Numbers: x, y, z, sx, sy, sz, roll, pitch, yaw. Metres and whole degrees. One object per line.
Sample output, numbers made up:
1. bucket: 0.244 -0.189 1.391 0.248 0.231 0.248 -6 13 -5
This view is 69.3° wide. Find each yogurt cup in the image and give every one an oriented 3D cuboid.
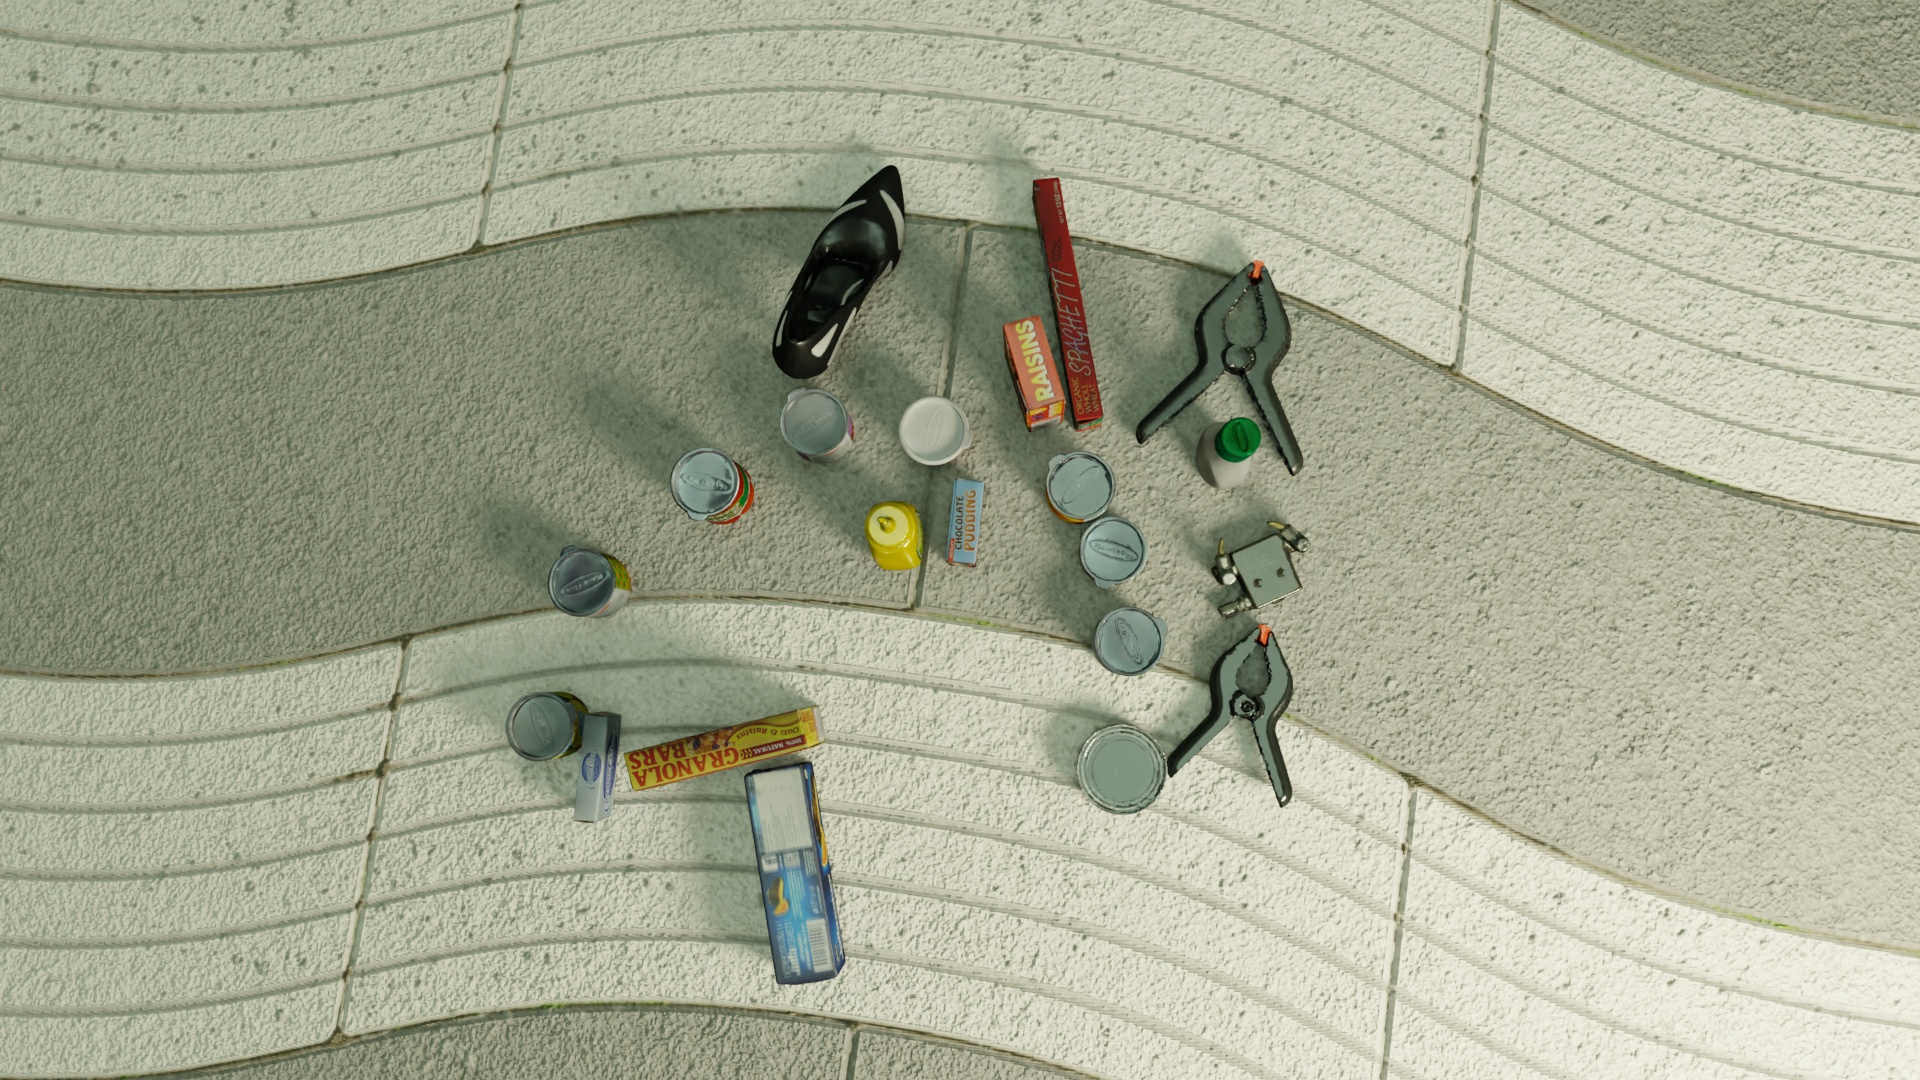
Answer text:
1. yogurt cup: -0.025 -0.105 1.366 0.072 0.054 0.072 0 84 2

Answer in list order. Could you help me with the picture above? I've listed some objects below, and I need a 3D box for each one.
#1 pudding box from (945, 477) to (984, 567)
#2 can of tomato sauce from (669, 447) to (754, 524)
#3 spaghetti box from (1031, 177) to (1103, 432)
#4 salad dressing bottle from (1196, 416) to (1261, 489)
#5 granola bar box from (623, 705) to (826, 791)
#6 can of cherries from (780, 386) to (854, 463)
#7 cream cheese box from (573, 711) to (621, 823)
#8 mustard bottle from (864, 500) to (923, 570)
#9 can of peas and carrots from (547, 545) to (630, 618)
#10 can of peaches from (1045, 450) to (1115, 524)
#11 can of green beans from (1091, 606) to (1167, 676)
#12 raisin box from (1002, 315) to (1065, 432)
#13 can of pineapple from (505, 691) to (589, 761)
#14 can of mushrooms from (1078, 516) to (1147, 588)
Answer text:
1. pudding box: 0.005 -0.017 1.358 0.030 0.049 0.083 6 85 3
2. can of tomato sauce: -0.241 -0.050 1.355 0.071 0.083 0.071 0 85 3
3. spaghetti box: 0.105 -0.233 1.376 0.029 0.050 0.250 -10 84 2
4. salad dressing bottle: 0.252 -0.085 1.305 0.044 0.147 0.064 -13 84 1
5. granola bar box: -0.217 0.195 1.308 0.166 0.124 0.039 -14 84 1
6. can of cherries: -0.141 -0.114 1.370 0.071 0.058 0.071 0 84 2
7. cream cheese box: -0.351 0.219 1.347 0.024 0.053 0.104 4 85 3
8. mustard bottle: -0.063 -0.007 1.304 0.049 0.160 0.065 -4 85 2
9. can of peas and carrots: -0.365 0.041 1.363 0.071 0.058 0.071 0 84 2
10. can of peaches: 0.115 -0.052 1.353 0.071 0.058 0.071 0 84 2
11. can of green beans: 0.161 0.098 1.336 0.071 0.058 0.071 0 84 2
12. raisin box: 0.070 -0.158 1.333 0.040 0.123 0.086 -16 84 1
13. can of pineapple: -0.398 0.180 1.351 0.071 0.058 0.071 0 84 2
14. can of mushrooms: 0.148 0.013 1.357 0.071 0.033 0.071 0 84 2
